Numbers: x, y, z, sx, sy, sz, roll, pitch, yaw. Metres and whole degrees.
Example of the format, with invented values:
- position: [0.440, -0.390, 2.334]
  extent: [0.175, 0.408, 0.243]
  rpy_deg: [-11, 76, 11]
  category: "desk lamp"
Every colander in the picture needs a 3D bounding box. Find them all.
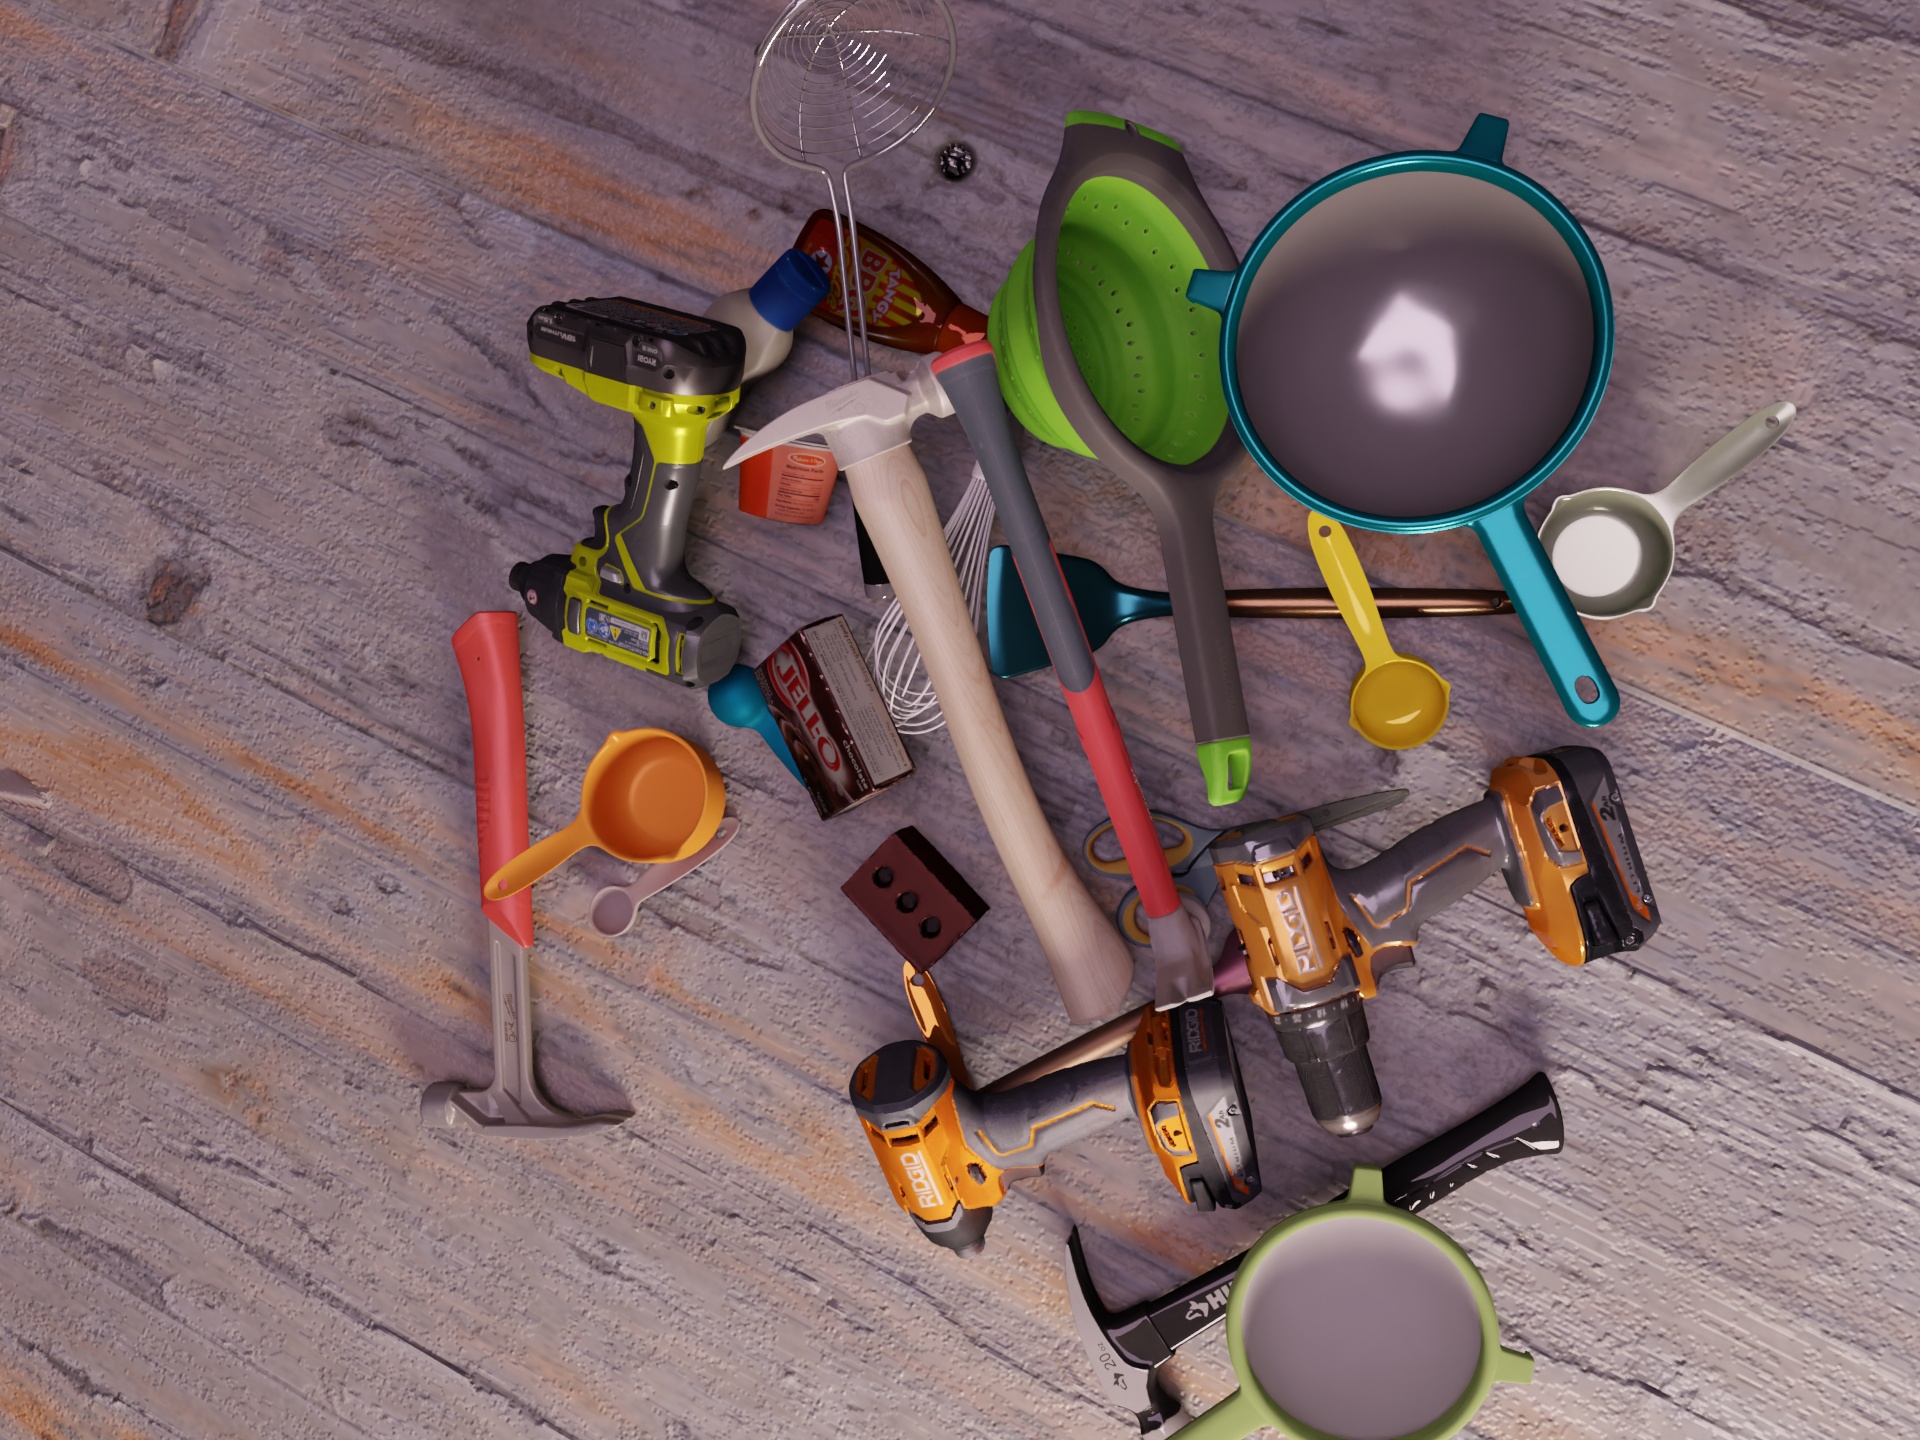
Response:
- position: [0.096, -0.144, 0.933]
  extent: [0.094, 0.204, 0.397]
  rpy_deg: [-12, 86, 44]
  category: "colander"

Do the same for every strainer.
- position: [0.286, -0.153, 0.914]
  extent: [0.211, 0.095, 0.340]
  rpy_deg: [-26, 86, 13]
  category: "strainer"
- position: [0.190, 0.375, 0.932]
  extent: [0.256, 0.069, 0.151]
  rpy_deg: [-40, 87, 11]
  category: "strainer"

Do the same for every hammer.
- position: [0.065, -0.027, 0.899]
  extent: [0.038, 0.143, 0.386]
  rpy_deg: [-20, 96, 10]
  category: "hammer"
- position: [-0.002, -0.003, 0.957]
  extent: [0.146, 0.038, 0.410]
  rpy_deg: [-23, 97, -7]
  category: "hammer"
- position: [-0.302, 0.105, 1.085]
  extent: [0.149, 0.036, 0.359]
  rpy_deg: [-1, 92, 13]
  category: "hammer"
- position: [0.218, 0.311, 0.976]
  extent: [0.335, 0.035, 0.146]
  rpy_deg: [-34, 85, 11]
  category: "hammer"

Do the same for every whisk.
- position: [0.009, -0.126, 1.001]
  extent: [0.070, 0.070, 0.284]
  rpy_deg: [21, 92, 11]
  category: "whisk"

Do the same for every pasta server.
- position: [0.109, 0.189, 0.996]
  extent: [0.316, 0.040, 0.060]
  rpy_deg: [-30, 85, 13]
  category: "pasta server"

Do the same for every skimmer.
- position: [-0.051, -0.244, 0.945]
  extent: [0.127, 0.090, 0.363]
  rpy_deg: [-15, 112, -26]
  category: "skimmer"

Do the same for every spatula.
- position: [0.176, -0.069, 0.969]
  extent: [0.317, 0.044, 0.082]
  rpy_deg: [0, 96, 11]
  category: "spatula"

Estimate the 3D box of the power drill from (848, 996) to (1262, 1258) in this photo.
- position: [0.062, 0.257, 0.969]
  extent: [0.226, 0.084, 0.164]
  rpy_deg: [-12, 121, 10]
  category: "power drill"

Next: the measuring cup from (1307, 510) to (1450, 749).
- position: [0.240, -0.057, 0.944]
  extent: [0.062, 0.029, 0.156]
  rpy_deg: [-23, 101, 15]
  category: "measuring cup"

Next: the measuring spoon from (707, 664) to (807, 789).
- position: [-0.120, 0.014, 1.048]
  extent: [0.129, 0.021, 0.042]
  rpy_deg: [46, 100, 9]
  category: "measuring spoon"

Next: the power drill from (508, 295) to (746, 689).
- position: [-0.216, -0.147, 1.010]
  extent: [0.171, 0.080, 0.223]
  rpy_deg: [20, 116, 23]
  category: "power drill"

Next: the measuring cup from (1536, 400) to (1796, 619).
- position: [0.406, -0.125, 0.919]
  extent: [0.167, 0.038, 0.083]
  rpy_deg: [-39, 83, 9]
  category: "measuring cup"

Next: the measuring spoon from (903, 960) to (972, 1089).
- position: [-0.011, 0.210, 1.038]
  extent: [0.021, 0.011, 0.117]
  rpy_deg: [-24, 83, 10]
  category: "measuring spoon"

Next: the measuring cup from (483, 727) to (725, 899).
- position: [-0.234, 0.073, 1.054]
  extent: [0.173, 0.052, 0.095]
  rpy_deg: [-32, 77, 9]
  category: "measuring cup"

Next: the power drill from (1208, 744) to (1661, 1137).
- position: [0.274, 0.124, 0.914]
  extent: [0.226, 0.084, 0.185]
  rpy_deg: [-17, 88, 0]
  category: "power drill"

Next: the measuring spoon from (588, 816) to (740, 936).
- position: [-0.197, 0.104, 1.075]
  extent: [0.124, 0.018, 0.034]
  rpy_deg: [-35, 71, 5]
  category: "measuring spoon"
